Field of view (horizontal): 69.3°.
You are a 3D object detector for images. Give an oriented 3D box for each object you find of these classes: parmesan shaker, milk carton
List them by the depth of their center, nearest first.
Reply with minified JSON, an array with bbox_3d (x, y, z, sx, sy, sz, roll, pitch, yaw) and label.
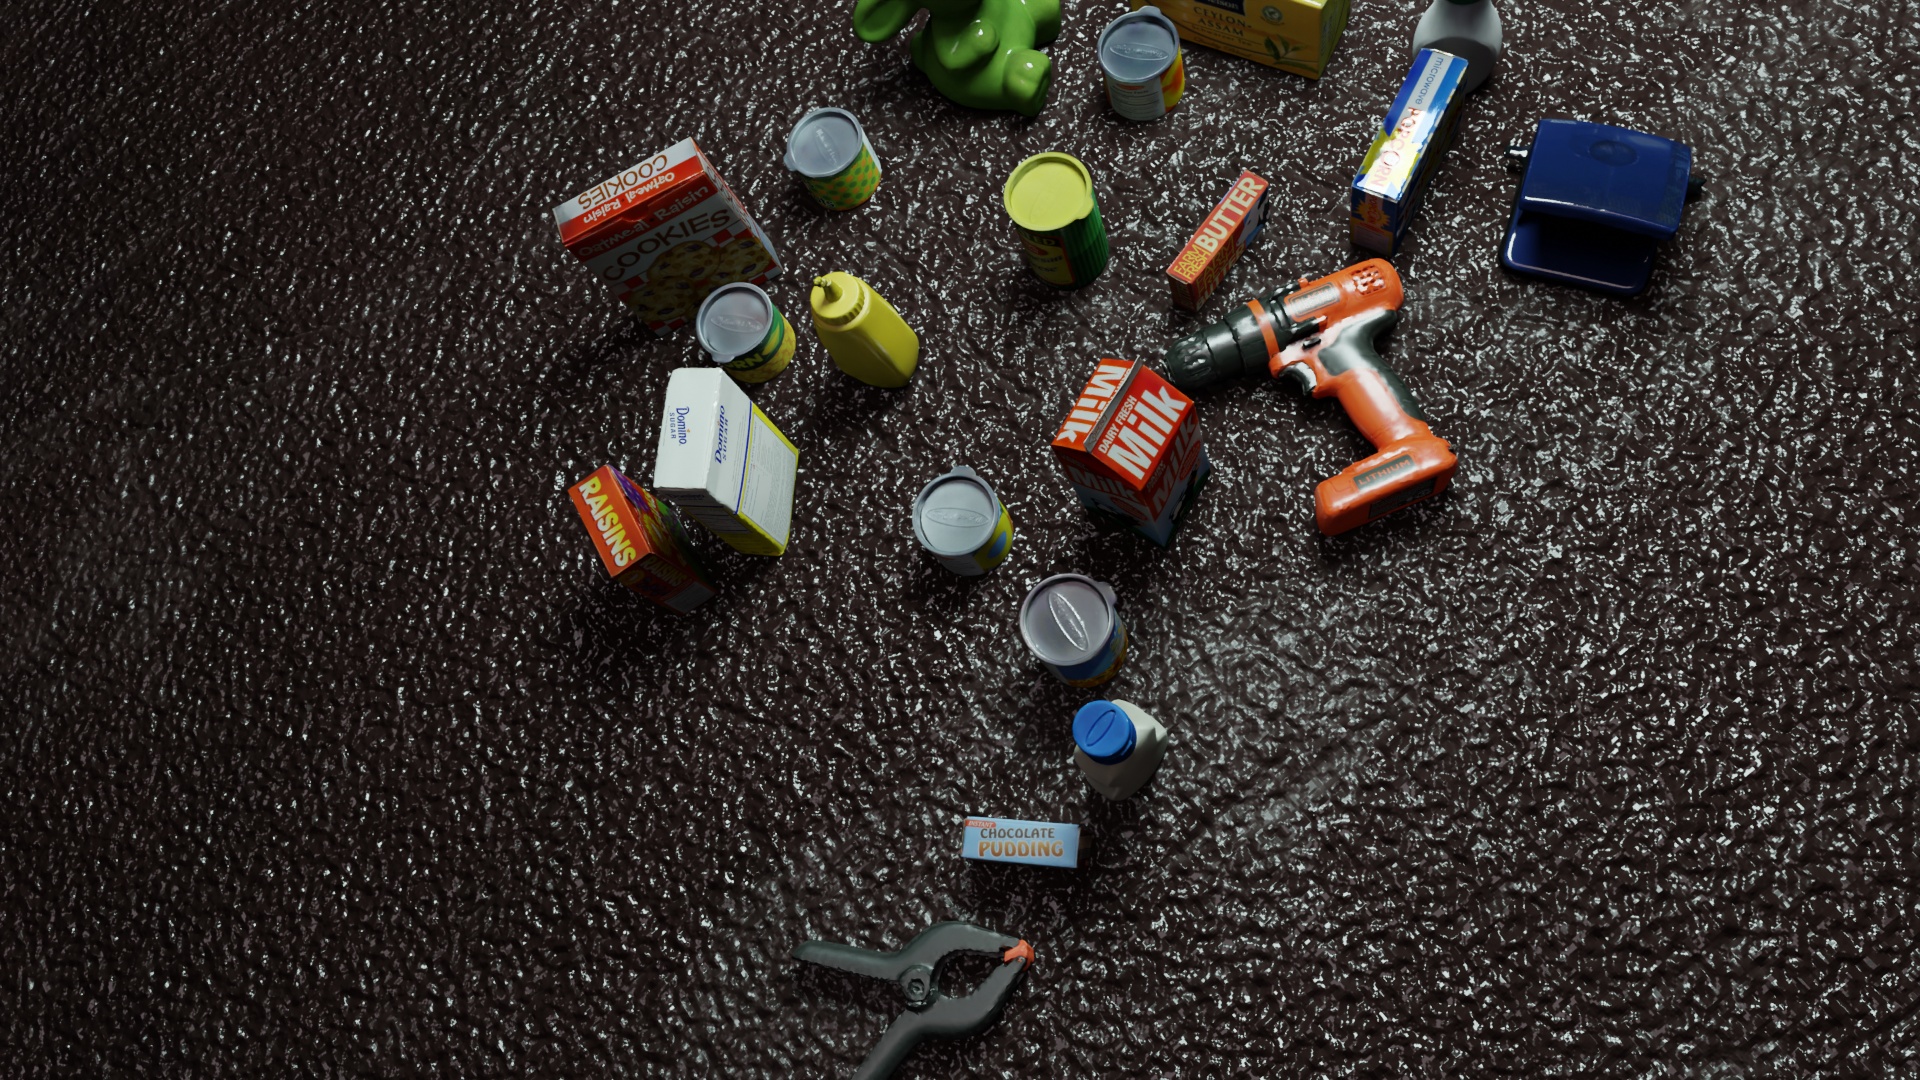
[{"bbox_3d":[0.119,-0.063,0.966,0.073,0.190,0.072,29,82,20],"label":"milk carton"},{"bbox_3d":[0.079,-0.244,1.081,0.071,0.103,0.071,-4,72,13],"label":"parmesan shaker"}]

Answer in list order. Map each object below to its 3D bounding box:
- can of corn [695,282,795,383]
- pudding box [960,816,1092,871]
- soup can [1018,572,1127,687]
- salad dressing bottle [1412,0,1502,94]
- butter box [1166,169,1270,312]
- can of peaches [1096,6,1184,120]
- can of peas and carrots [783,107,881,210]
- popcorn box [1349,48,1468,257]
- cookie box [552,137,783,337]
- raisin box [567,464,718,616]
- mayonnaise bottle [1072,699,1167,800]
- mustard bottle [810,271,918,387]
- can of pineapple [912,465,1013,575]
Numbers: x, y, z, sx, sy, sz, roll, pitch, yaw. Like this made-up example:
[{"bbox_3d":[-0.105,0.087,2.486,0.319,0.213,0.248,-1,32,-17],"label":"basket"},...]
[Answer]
[{"bbox_3d":[-0.177,-0.168,1.145,0.071,0.058,0.071,-4,72,13],"label":"can of corn"},{"bbox_3d":[0.047,0.212,0.973,0.084,0.049,0.030,2,74,15],"label":"pudding box"},{"bbox_3d":[0.085,0.064,0.992,0.071,0.083,0.071,-4,72,13],"label":"soup can"},{"bbox_3d":[0.371,-0.389,1.029,0.064,0.147,0.044,8,76,17],"label":"salad dressing bottle"},{"bbox_3d":[0.200,-0.230,1.072,0.024,0.053,0.103,36,84,21],"label":"butter box"},{"bbox_3d":[0.149,-0.388,1.133,0.071,0.058,0.071,-4,72,13],"label":"can of peaches"},{"bbox_3d":[-0.108,-0.320,1.176,0.071,0.058,0.071,-4,72,13],"label":"can of peas and carrots"},{"bbox_3d":[0.335,-0.289,1.040,0.038,0.085,0.127,25,81,20],"label":"popcorn box"},{"bbox_3d":[-0.232,-0.240,1.123,0.123,0.167,0.040,-27,69,5],"label":"cookie box"},{"bbox_3d":[-0.243,0.002,1.073,0.040,0.123,0.086,-33,68,3],"label":"raisin box"},{"bbox_3d":[0.104,0.137,0.929,0.041,0.148,0.065,36,85,21],"label":"mayonnaise bottle"},{"bbox_3d":[-0.079,-0.167,1.065,0.065,0.160,0.049,11,76,17],"label":"mustard bottle"},{"bbox_3d":[0.004,-0.013,1.051,0.071,0.057,0.071,-4,72,13],"label":"can of pineapple"}]
